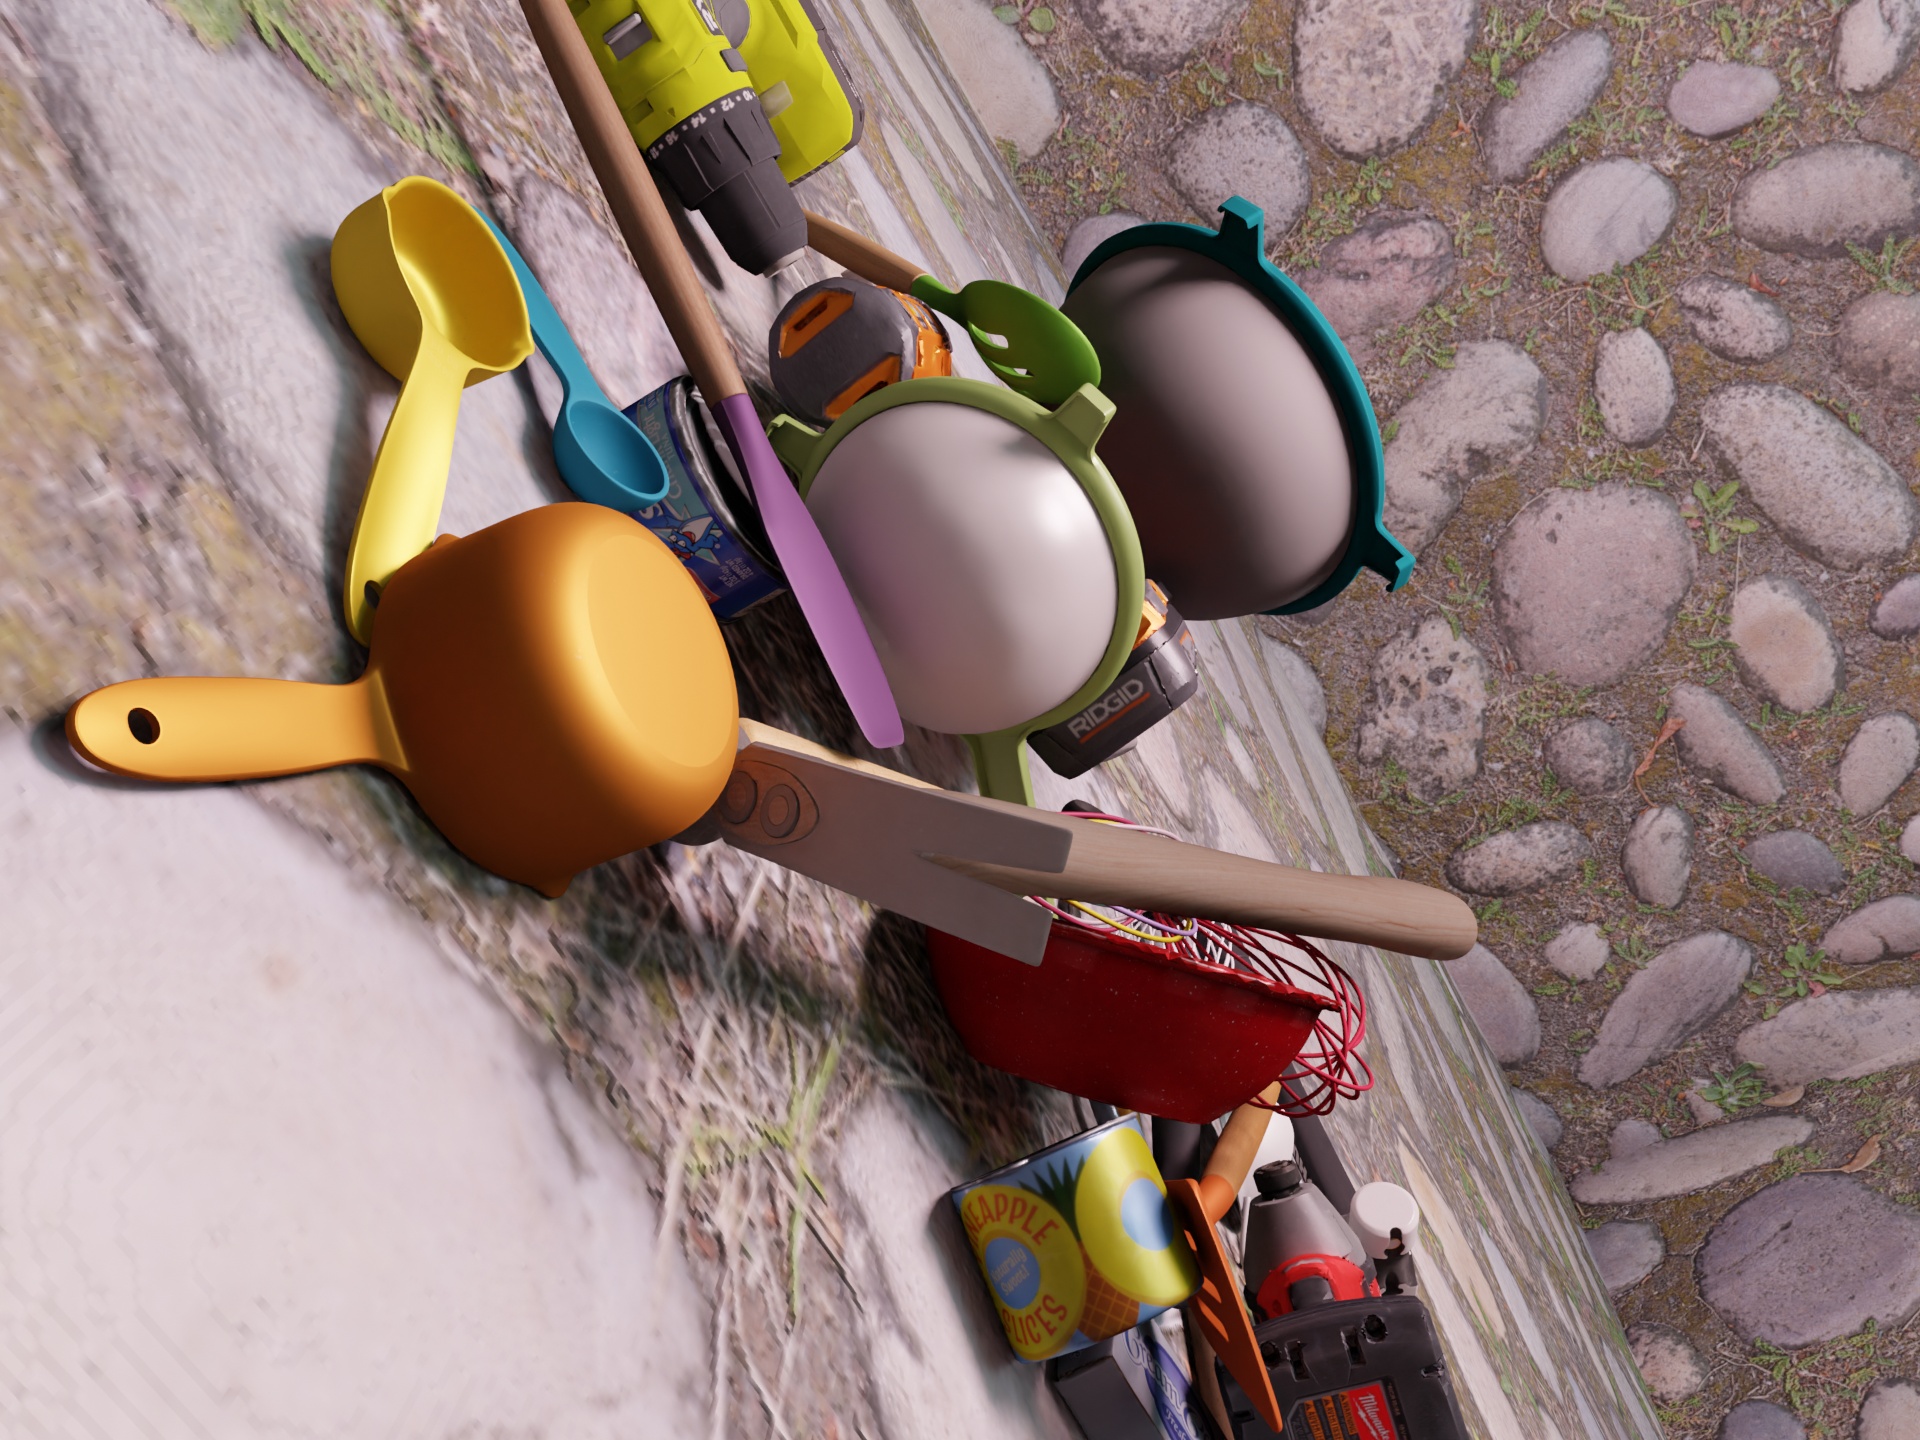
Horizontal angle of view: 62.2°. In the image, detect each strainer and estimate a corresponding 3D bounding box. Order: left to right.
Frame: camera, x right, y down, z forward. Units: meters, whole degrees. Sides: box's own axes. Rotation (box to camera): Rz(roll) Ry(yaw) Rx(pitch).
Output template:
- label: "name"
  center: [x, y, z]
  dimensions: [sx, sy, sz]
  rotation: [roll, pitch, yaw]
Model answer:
- label: "strainer"
  center: [-0.001, -0.002, 0.627]
  dimensions: [0.069, 0.151, 0.256]
  rotation: [-44, 128, -53]
- label: "strainer"
  center: [0.062, -0.124, 0.834]
  dimensions: [0.340, 0.095, 0.211]
  rotation: [-4, -63, 59]
- label: "strainer"
  center: [0.132, 0.168, 0.868]
  dimensions: [0.086, 0.050, 0.259]
  rotation: [69, 2, -49]

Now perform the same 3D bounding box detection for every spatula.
- label: "spatula"
  center: [-0.091, -0.133, 0.556]
  dimensions: [0.316, 0.018, 0.060]
  rotation: [64, 14, 3]
- label: "spatula"
  center: [0.115, 0.181, 0.640]
  dimensions: [0.081, 0.041, 0.322]
  rotation: [71, 17, 4]

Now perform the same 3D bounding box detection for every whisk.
- label: "whisk"
  center: [0.008, 0.040, 0.586]
  dimensions: [0.244, 0.051, 0.047]
  rotation: [22, 73, -41]
- label: "whisk"
  center: [0.101, 0.161, 0.758]
  dimensions: [0.070, 0.070, 0.285]
  rotation: [56, 22, -22]
- label: "whisk"
  center: [0.105, 0.097, 0.746]
  dimensions: [0.073, 0.073, 0.296]
  rotation: [55, -4, -25]

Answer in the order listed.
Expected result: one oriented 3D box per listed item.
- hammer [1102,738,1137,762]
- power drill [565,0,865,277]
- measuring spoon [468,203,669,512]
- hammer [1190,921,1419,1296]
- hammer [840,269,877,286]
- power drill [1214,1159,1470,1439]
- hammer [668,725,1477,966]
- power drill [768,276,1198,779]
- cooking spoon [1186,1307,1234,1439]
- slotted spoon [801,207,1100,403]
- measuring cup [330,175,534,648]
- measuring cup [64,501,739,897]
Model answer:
- label: "hammer"
  center: [0.023, -0.046, 0.879]
  dimensions: [0.149, 0.036, 0.359]
  rotation: [65, 15, 8]
- label: "power drill"
  center: [-0.120, -0.325, 0.810]
  dimensions: [0.190, 0.080, 0.229]
  rotation: [58, 19, -14]
- label: "measuring spoon"
  center: [-0.138, -0.117, 0.522]
  dimensions: [0.129, 0.021, 0.042]
  rotation: [57, 23, 16]
- label: "hammer"
  center: [0.179, 0.199, 0.916]
  dimensions: [0.335, 0.035, 0.146]
  rotation: [-108, -171, -51]
- label: "hammer"
  center: [-0.048, -0.163, 0.853]
  dimensions: [0.130, 0.031, 0.331]
  rotation: [57, 16, -19]
- label: "power drill"
  center: [0.152, 0.266, 0.647]
  dimensions: [0.219, 0.078, 0.143]
  rotation: [29, 45, -80]
- label: "hammer"
  center: [0.090, 0.059, 0.547]
  dimensions: [0.410, 0.146, 0.038]
  rotation: [15, 90, -48]
- label: "power drill"
  center: [0.012, -0.095, 0.715]
  dimensions: [0.226, 0.084, 0.164]
  rotation: [53, 13, -5]
- label: "cooking spoon"
  center: [0.107, 0.290, 0.616]
  dimensions: [0.319, 0.017, 0.068]
  rotation: [-93, 160, -56]
- label: "slotted spoon"
  center: [-0.030, -0.223, 0.805]
  dimensions: [0.314, 0.031, 0.070]
  rotation: [43, -8, 48]
- label: "measuring cup"
  center: [-0.149, -0.079, 0.416]
  dimensions: [0.062, 0.029, 0.157]
  rotation: [48, 32, -47]
- label: "measuring cup"
  center: [-0.106, -0.008, 0.347]
  dimensions: [0.173, 0.052, 0.095]
  rotation: [-6, 78, -72]
